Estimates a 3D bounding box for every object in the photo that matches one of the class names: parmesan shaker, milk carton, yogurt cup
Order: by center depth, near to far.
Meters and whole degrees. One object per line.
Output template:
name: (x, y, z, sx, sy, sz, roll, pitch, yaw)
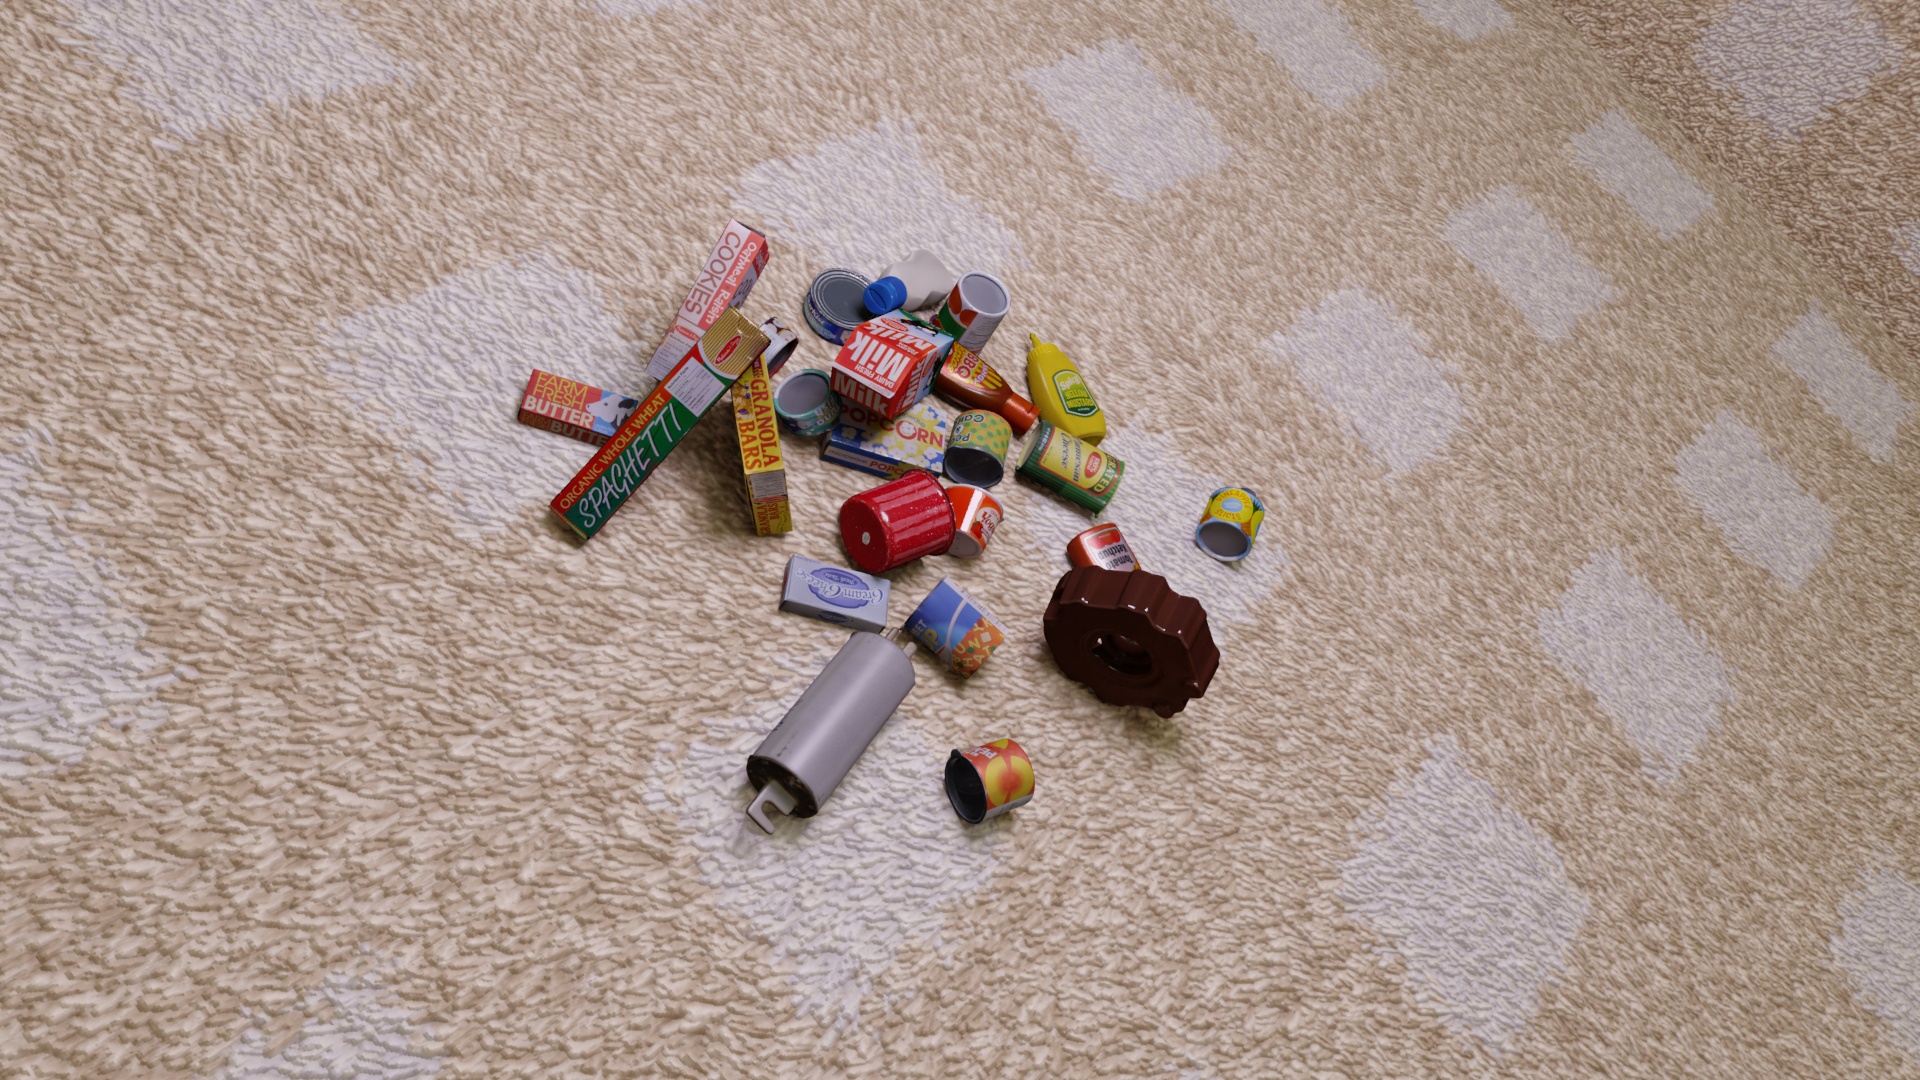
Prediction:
milk carton: (-0.073, -0.180, 1.424, 0.072, 0.073, 0.191, 29, 21, 7)
yogurt cup: (0.005, -0.018, 1.431, 0.072, 0.072, 0.054, 27, 60, -9)
parmesan shaker: (0.119, -0.078, 1.526, 0.103, 0.071, 0.072, 27, 52, -9)

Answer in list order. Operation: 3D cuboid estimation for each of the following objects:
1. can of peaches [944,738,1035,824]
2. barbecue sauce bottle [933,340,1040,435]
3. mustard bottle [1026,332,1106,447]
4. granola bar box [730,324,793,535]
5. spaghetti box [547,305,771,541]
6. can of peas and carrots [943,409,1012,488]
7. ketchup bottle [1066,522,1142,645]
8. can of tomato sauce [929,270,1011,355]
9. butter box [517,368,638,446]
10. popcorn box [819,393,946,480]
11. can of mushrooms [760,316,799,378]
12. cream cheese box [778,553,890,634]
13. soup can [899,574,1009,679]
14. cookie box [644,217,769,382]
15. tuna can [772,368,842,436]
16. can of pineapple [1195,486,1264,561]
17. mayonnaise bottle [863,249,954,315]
can of peaches: (0.027, 0.219, 1.285, 0.058, 0.071, 0.071, -13, 67, -33)
barbecue sauce bottle: (0.019, -0.172, 1.549, 0.148, 0.043, 0.065, 34, 49, -4)
mustard bottle: (0.111, -0.176, 1.595, 0.065, 0.048, 0.160, -10, 65, -33)
granola bar box: (-0.197, -0.105, 1.344, 0.039, 0.123, 0.166, -10, 63, -8)
spaghetti box: (-0.275, -0.107, 1.274, 0.050, 0.029, 0.250, 42, 89, -7)
can of peas and carrots: (0.017, -0.099, 1.486, 0.071, 0.070, 0.059, 23, 52, -12)
ketchup bottle: (0.174, 0.055, 1.482, 0.065, 0.043, 0.149, -17, 70, -34)
can of tomato sauce: (0.010, -0.256, 1.573, 0.071, 0.082, 0.071, 13, 55, -19)
butter box: (-0.368, -0.125, 1.336, 0.103, 0.024, 0.053, 17, 53, -17)
popcorn box: (-0.080, -0.112, 1.463, 0.127, 0.038, 0.085, 16, 53, -17)
can of mushrooms: (-0.200, -0.197, 1.442, 0.033, 0.070, 0.071, 40, 51, 2)
cream cheese box: (-0.121, 0.052, 1.346, 0.104, 0.024, 0.053, 16, 54, -17)
soup can: (-0.006, 0.087, 1.357, 0.084, 0.071, 0.072, 41, 51, 2)
cookie box: (-0.243, -0.223, 1.350, 0.040, 0.123, 0.167, 30, 88, -7)
tuna can: (-0.155, -0.140, 1.420, 0.071, 0.032, 0.071, -8, 54, 11)
can of pineapple: (0.307, -0.020, 1.580, 0.071, 0.070, 0.058, 33, 51, -4)
mayonnaise bottle: (-0.061, -0.285, 1.553, 0.065, 0.041, 0.149, 51, 31, -2)
